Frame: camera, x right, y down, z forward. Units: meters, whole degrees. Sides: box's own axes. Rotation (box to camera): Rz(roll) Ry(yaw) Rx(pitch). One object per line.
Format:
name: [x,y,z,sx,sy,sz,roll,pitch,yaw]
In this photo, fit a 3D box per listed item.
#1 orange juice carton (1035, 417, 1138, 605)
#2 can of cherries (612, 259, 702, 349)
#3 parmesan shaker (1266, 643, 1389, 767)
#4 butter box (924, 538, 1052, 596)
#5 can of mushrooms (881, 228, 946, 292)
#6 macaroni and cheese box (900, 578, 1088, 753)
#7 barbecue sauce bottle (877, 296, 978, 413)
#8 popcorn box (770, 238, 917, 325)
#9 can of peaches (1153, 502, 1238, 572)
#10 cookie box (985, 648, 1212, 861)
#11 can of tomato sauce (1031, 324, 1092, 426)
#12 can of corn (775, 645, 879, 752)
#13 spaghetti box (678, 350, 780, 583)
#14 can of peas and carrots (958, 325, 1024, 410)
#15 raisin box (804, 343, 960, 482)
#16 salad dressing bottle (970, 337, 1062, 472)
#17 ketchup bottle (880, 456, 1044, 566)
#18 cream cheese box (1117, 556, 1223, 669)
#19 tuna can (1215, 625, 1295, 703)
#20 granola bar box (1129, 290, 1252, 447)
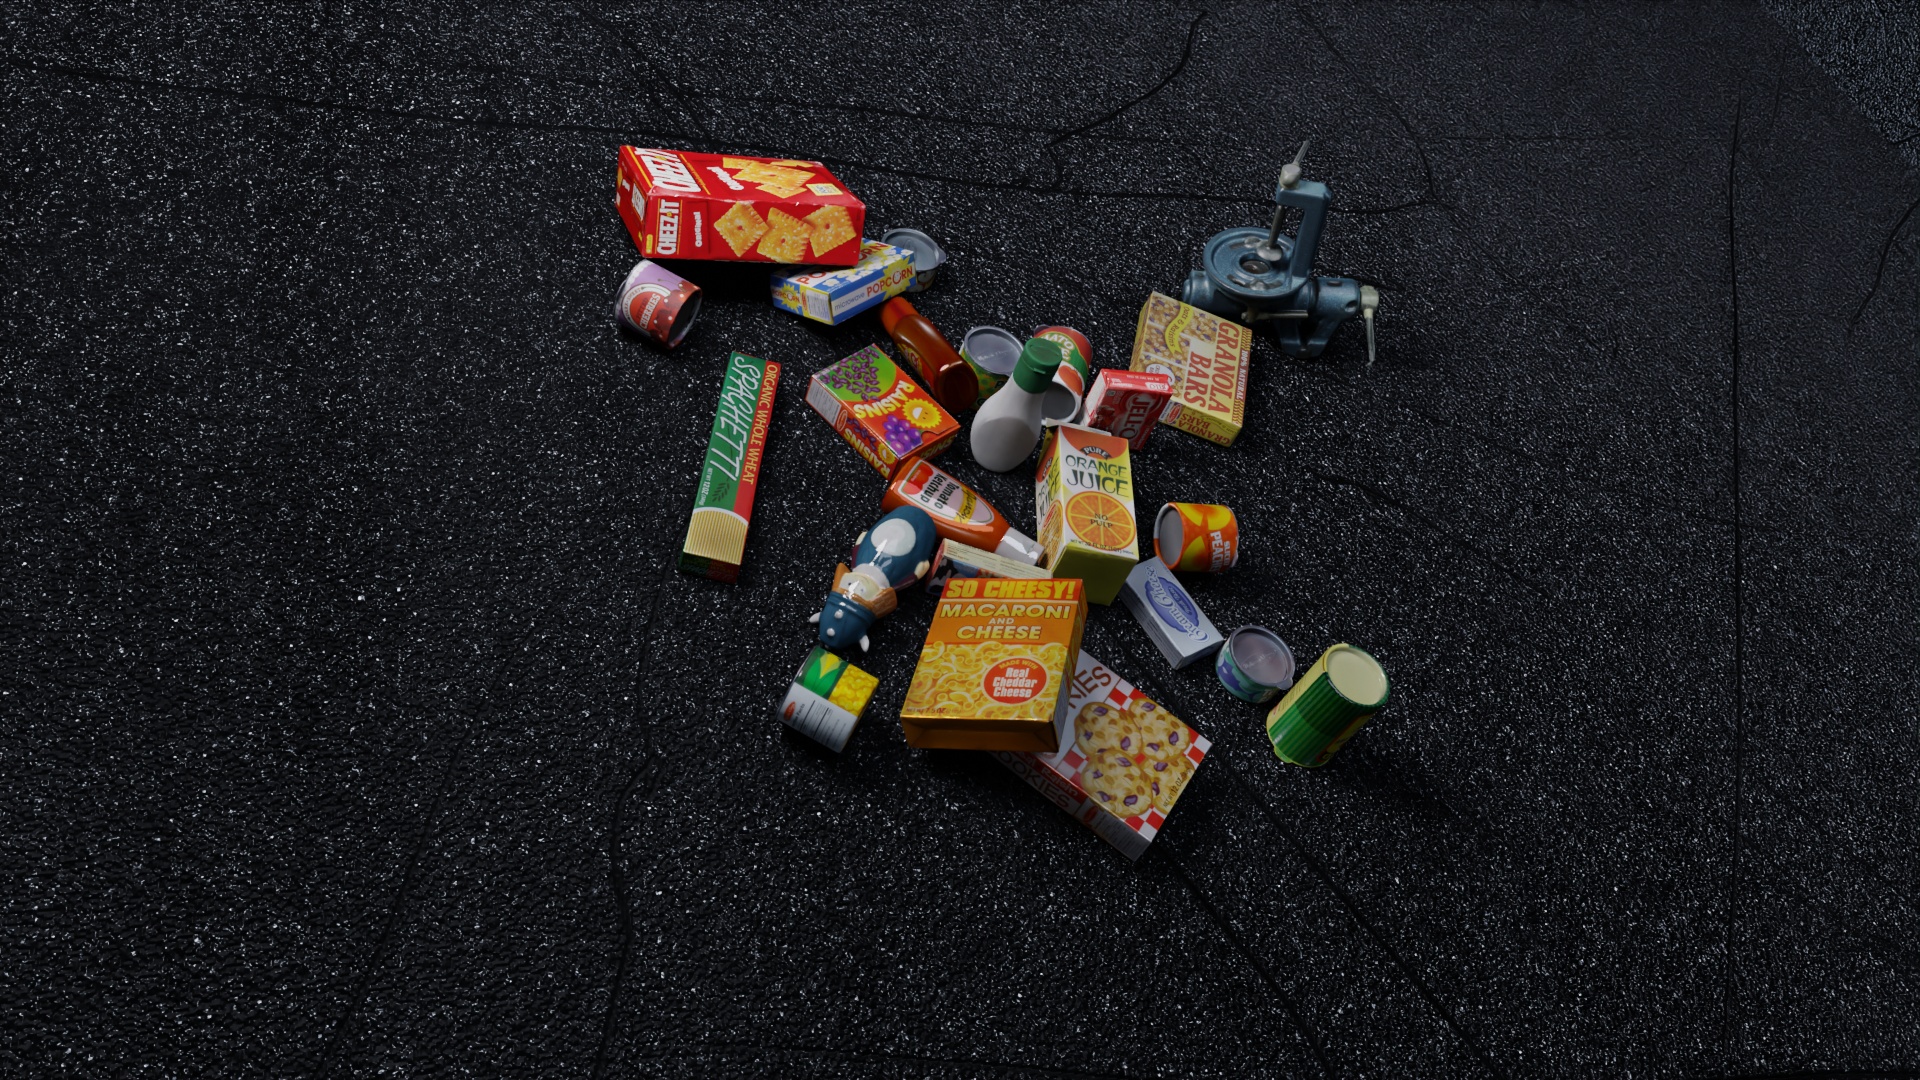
orange juice carton: [0.116,-0.040,1.310,0.072,0.072,0.194,12,49,-13]
can of cherries: [-0.283,-0.219,1.298,0.058,0.071,0.072,29,48,1]
parmesan shaker: [0.321,0.147,1.219,0.071,0.102,0.072,11,50,-14]
butter box: [0.025,0.037,1.224,0.103,0.052,0.024,17,45,-9]
can of mushrooms: [-0.054,-0.297,1.479,0.071,0.033,0.071,11,49,-13]
macaroni and cheese box: [0.031,0.099,1.140,0.124,0.040,0.167,0,38,16]
barbecue sauce bottle: [-0.035,-0.189,1.372,0.044,0.064,0.149,-31,49,-7]
popcorn box: [-0.117,-0.263,1.400,0.085,0.038,0.127,22,41,35]
can of peaches: [0.225,-0.001,1.326,0.058,0.071,0.071,3,52,-19]
cookie box: [0.110,0.167,1.160,0.167,0.040,0.123,36,48,9]
can of tomato sauce: [0.095,-0.168,1.408,0.071,0.070,0.083,21,48,-5]
can of corn: [-0.103,0.123,1.092,0.058,0.070,0.071,29,48,1]
spaghetti box: [-0.203,-0.072,1.237,0.050,0.028,0.251,14,49,-12]
can of peas and carrots: [0.028,-0.170,1.390,0.071,0.058,0.071,11,50,-14]
raisin box: [-0.074,-0.123,1.323,0.123,0.039,0.086,44,49,15]
salad dressing bottle: [0.054,-0.127,1.305,0.064,0.146,0.044,17,48,-9]
ketchup bottle: [0.005,-0.016,1.265,0.149,0.043,0.065,31,48,4]
cream cheese box: [0.191,0.067,1.286,0.053,0.024,0.104,-20,62,-32]
tuna can: [0.271,0.115,1.272,0.071,0.032,0.071,11,49,-13]
granola bar box: [0.248,-0.187,1.506,0.124,0.038,0.166,20,48,-5]
